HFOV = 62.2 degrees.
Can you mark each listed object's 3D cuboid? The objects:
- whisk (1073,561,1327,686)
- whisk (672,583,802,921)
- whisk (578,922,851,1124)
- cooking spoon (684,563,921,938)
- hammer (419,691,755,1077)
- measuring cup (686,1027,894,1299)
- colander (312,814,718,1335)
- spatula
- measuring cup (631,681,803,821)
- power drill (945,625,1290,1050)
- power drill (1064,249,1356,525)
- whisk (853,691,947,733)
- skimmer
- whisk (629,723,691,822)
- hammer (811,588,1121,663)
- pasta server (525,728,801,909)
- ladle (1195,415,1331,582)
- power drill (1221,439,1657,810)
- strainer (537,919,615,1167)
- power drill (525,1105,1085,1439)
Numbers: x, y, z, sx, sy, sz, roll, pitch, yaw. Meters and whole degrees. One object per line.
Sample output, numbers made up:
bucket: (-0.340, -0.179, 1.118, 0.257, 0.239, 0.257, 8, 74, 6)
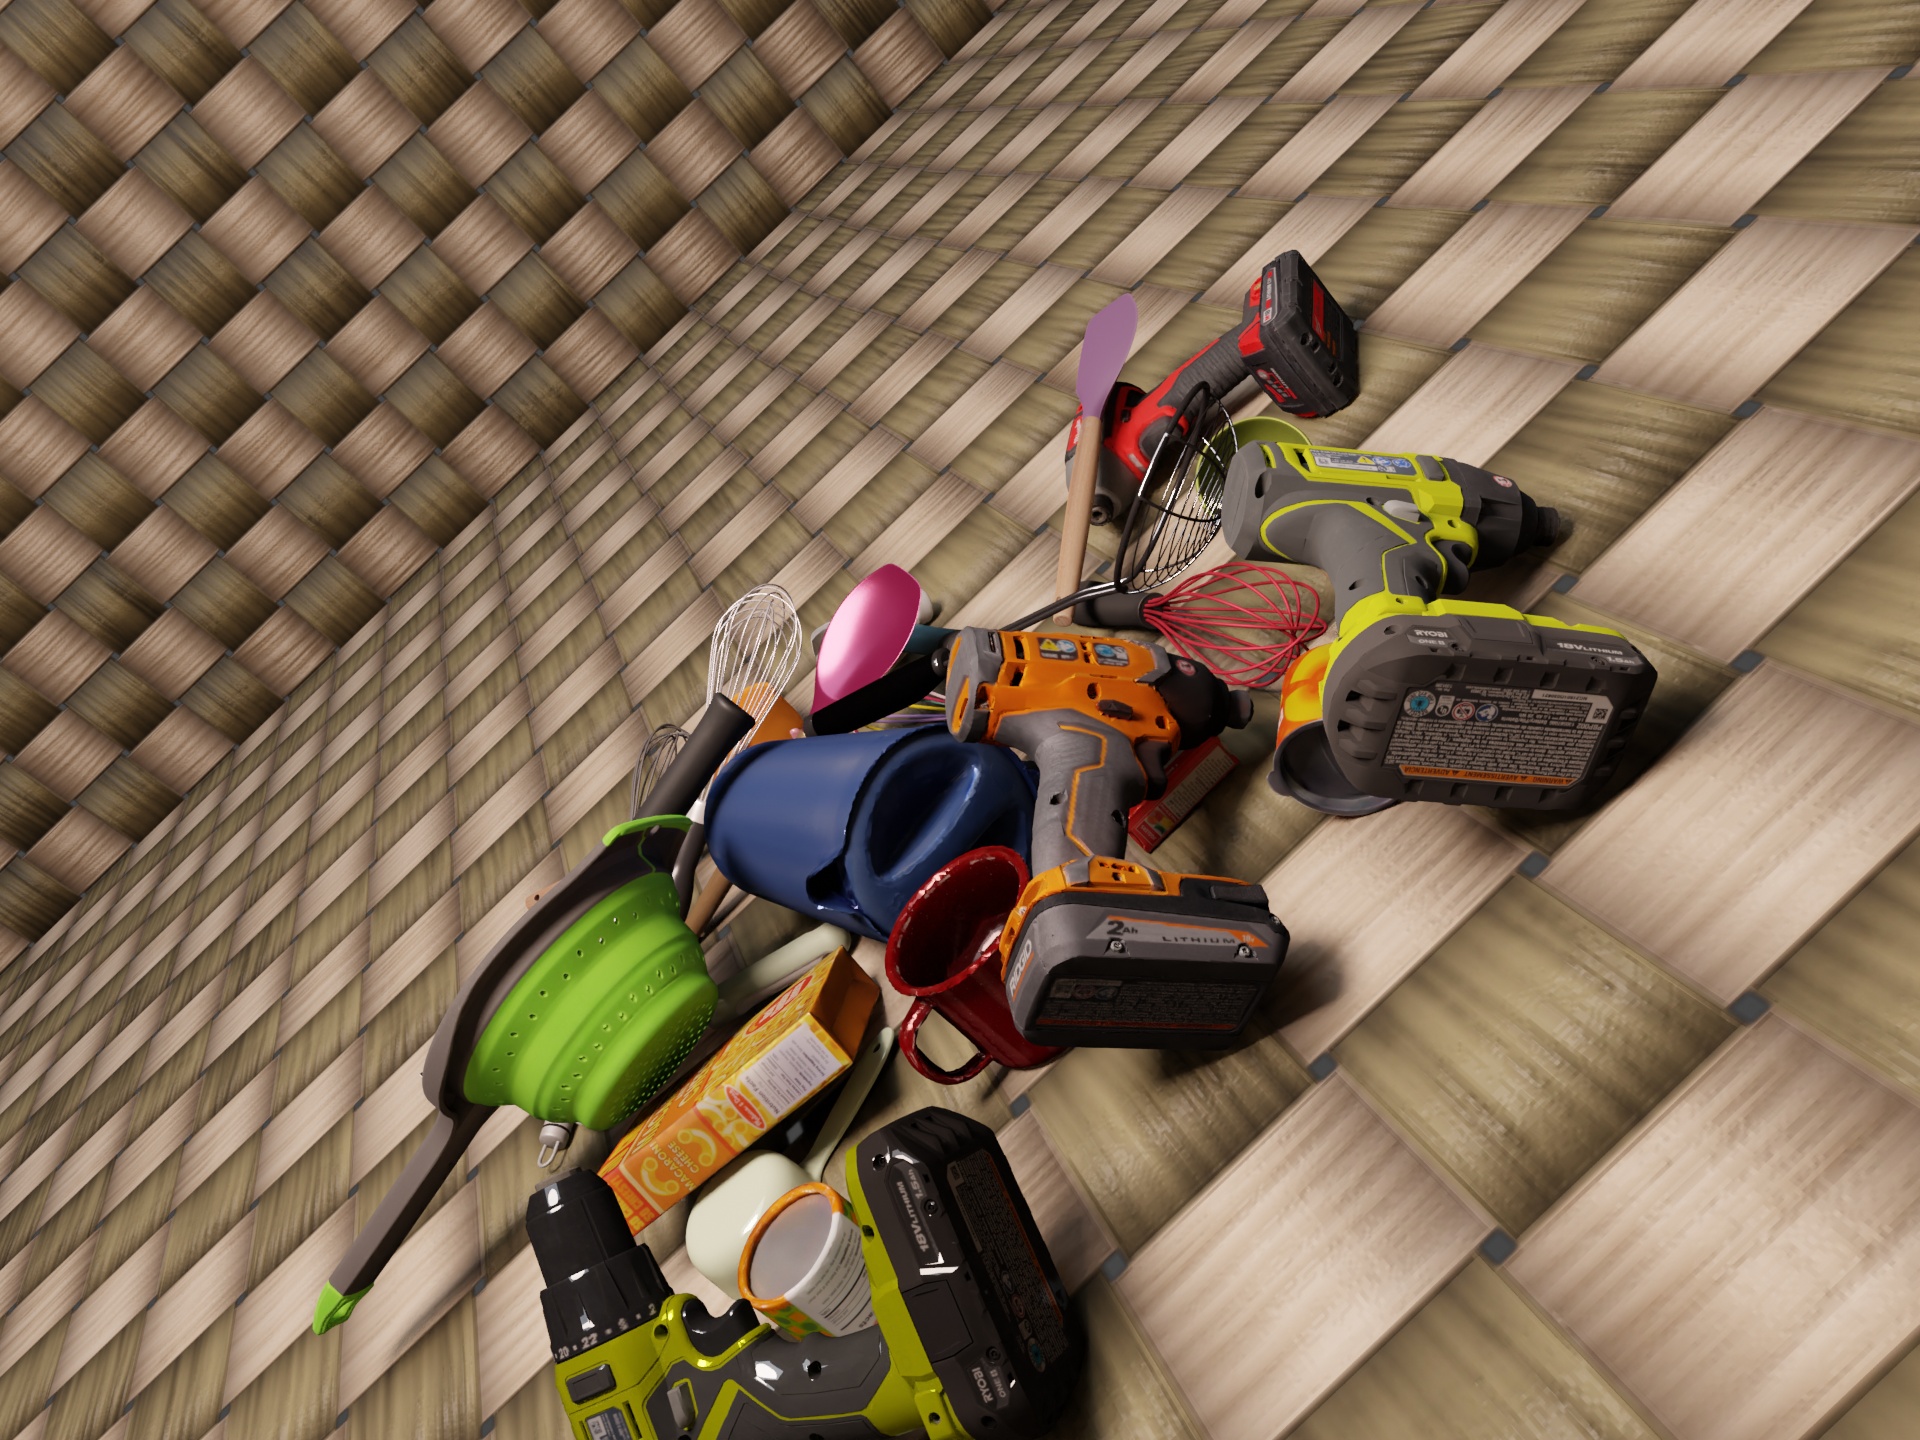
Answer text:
whisk: (0.128, -0.066, 0.983, 0.073, 0.073, 0.296, -49, 21, -9)
whisk: (-0.178, 0.036, 1.163, 0.070, 0.070, 0.284, 19, 90, 61)
whisk: (-0.171, 0.196, 1.040, 0.246, 0.057, 0.059, -32, 64, 17)
cooking spoon: (-0.119, 0.031, 1.124, 0.069, 0.017, 0.319, 40, 103, 34)
hammer: (-0.236, 0.118, 1.037, 0.334, 0.035, 0.146, -53, -4, 15)
measuring cup: (-0.091, 0.233, 0.873, 0.083, 0.038, 0.168, 1, 53, 55)
colander: (-0.259, 0.241, 0.965, 0.397, 0.094, 0.204, -55, -12, 9)
spatula: (0.091, -0.191, 1.114, 0.060, 0.018, 0.316, -27, 40, 42)
measuring cup: (-0.195, 0.048, 1.269, 0.173, 0.052, 0.095, -45, 27, 2)
power drill: (0.085, 0.046, 0.777, 0.227, 0.164, 0.084, -100, 19, -44)
power drill: (0.167, -0.225, 1.134, 0.219, 0.078, 0.143, -29, 30, 33)
whisk: (-0.003, -0.004, 1.084, 0.245, 0.047, 0.051, -2, 31, 48)
skimmer: (0.020, -0.084, 0.988, 0.363, 0.090, 0.127, -26, 13, 33)
whisk: (-0.265, 0.099, 1.304, 0.055, 0.055, 0.239, -21, 39, 38)
hammer: (0.004, -0.053, 1.113, 0.128, 0.033, 0.331, -24, 19, -29)
pasta server: (-0.214, 0.085, 1.214, 0.316, 0.040, 0.060, -24, 62, 20)
ladle: (0.212, -0.092, 0.902, 0.078, 0.062, 0.320, -34, 31, 8)
power drill: (0.227, -0.059, 0.750, 0.223, 0.171, 0.080, -93, 9, -54)
strainer: (-0.262, 0.206, 1.151, 0.087, 0.050, 0.259, -14, 41, 22)
power drill: (-0.081, 0.257, 0.688, 0.228, 0.191, 0.080, -29, -13, 19)
